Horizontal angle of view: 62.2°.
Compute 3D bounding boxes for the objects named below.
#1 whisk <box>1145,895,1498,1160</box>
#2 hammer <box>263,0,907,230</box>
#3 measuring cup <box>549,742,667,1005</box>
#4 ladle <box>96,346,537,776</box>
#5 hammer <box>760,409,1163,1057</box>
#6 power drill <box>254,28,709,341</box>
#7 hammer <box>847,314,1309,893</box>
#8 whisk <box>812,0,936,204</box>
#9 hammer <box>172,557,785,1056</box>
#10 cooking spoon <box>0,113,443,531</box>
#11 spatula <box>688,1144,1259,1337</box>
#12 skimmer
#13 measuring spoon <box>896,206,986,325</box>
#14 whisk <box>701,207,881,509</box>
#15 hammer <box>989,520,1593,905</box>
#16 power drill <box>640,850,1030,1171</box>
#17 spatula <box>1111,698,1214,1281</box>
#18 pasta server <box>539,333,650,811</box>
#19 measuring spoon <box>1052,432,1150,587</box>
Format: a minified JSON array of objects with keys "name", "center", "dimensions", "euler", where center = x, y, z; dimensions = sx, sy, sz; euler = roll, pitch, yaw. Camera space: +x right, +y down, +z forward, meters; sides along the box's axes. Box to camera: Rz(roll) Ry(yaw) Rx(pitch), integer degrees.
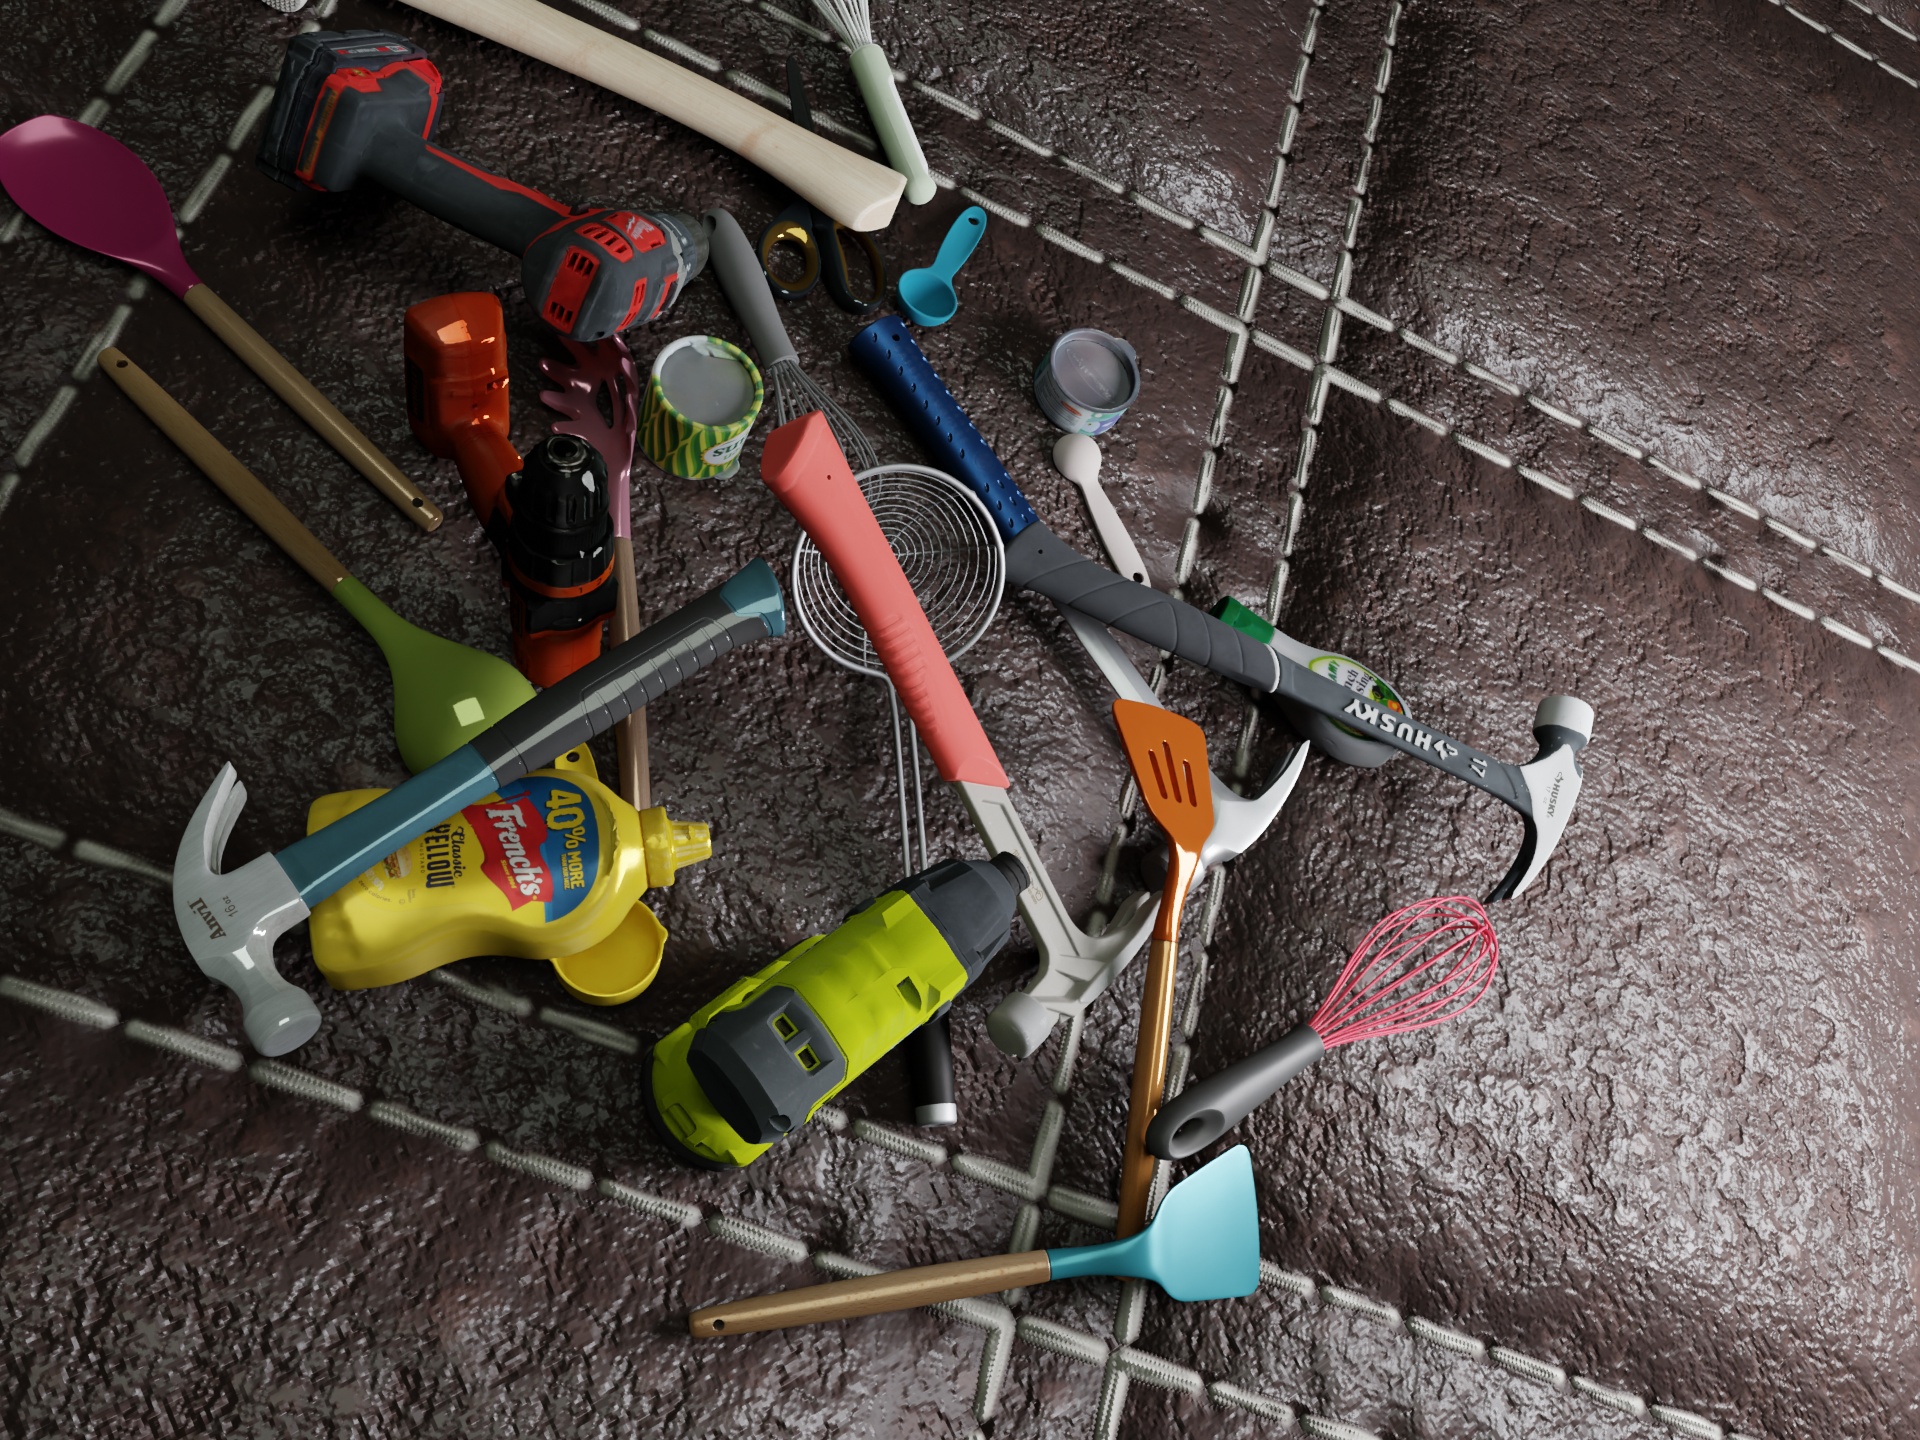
[{"name":"whisk","center":[0.218,0.180,0.937],"dimensions":[0.296,0.073,0.073],"euler":[-24,80,-31]},{"name":"hammer","center":[-0.224,-0.429,1.018],"dimensions":[0.410,0.038,0.146],"euler":[23,61,-9]},{"name":"measuring cup","center":[-0.196,0.079,0.847],"dimensions":[0.062,0.029,0.157],"euler":[-8,61,-17]},{"name":"ladle","center":[-0.345,-0.082,0.845],"dimensions":[0.320,0.062,0.078],"euler":[43,58,7]},{"name":"hammer","center":[-0.001,-0.003,0.863],"dimensions":[0.149,0.037,0.359],"euler":[-40,110,-39]},{"name":"power drill","center":[-0.259,-0.305,0.918],"dimensions":[0.226,0.080,0.188],"euler":[30,26,-3]},{"name":"hammer","center":[0.065,-0.088,1.008],"dimensions":[0.144,0.035,0.405],"euler":[-32,84,-29]},{"name":"whisk","center":[-0.068,-0.468,1.103],"dimensions":[0.059,0.057,0.246],"euler":[-22,82,7]},{"name":"hammer","center":[-0.219,0.016,0.774],"dimensions":[0.331,0.033,0.128],"euler":[-35,71,-24]},{"name":"cooking spoon","center":[-0.406,-0.218,0.881],"dimensions":[0.319,0.017,0.069],"euler":[44,61,0]},{"name":"spatula","center":[0.017,0.288,0.832],"dimensions":[0.317,0.044,0.082],"euler":[-4,89,-13]},{"name":"skimmer","center":[-0.025,0.037,0.889],"dimensions":[0.127,0.090,0.363],"euler":[-2,71,-11]},{"name":"measuring spoon","center":[-0.011,-0.308,1.081],"dimensions":[0.042,0.021,0.129],"euler":[31,52,-8]},{"name":"whisk","center":[-0.110,-0.223,0.987],"dimensions":[0.055,0.055,0.239],"euler":[-17,73,-27]},{"name":"hammer","center":[0.206,-0.020,0.992],"dimensions":[0.409,0.036,0.149],"euler":[24,70,-9]},{"name":"power drill","center":[-0.063,0.139,0.757],"dimensions":[0.171,0.223,0.080],"euler":[-35,86,-29]},{"name":"spatula","center":[0.107,0.149,0.904],"dimensions":[0.081,0.041,0.323],"euler":[15,79,-39]},{"name":"pasta server","center":[-0.197,-0.078,0.898],"dimensions":[0.040,0.060,0.316],"euler":[25,54,-61]},{"name":"measuring spoon","center":[0.099,-0.138,1.051],"dimensions":[0.034,0.018,0.124],"euler":[-20,79,-27]}]
